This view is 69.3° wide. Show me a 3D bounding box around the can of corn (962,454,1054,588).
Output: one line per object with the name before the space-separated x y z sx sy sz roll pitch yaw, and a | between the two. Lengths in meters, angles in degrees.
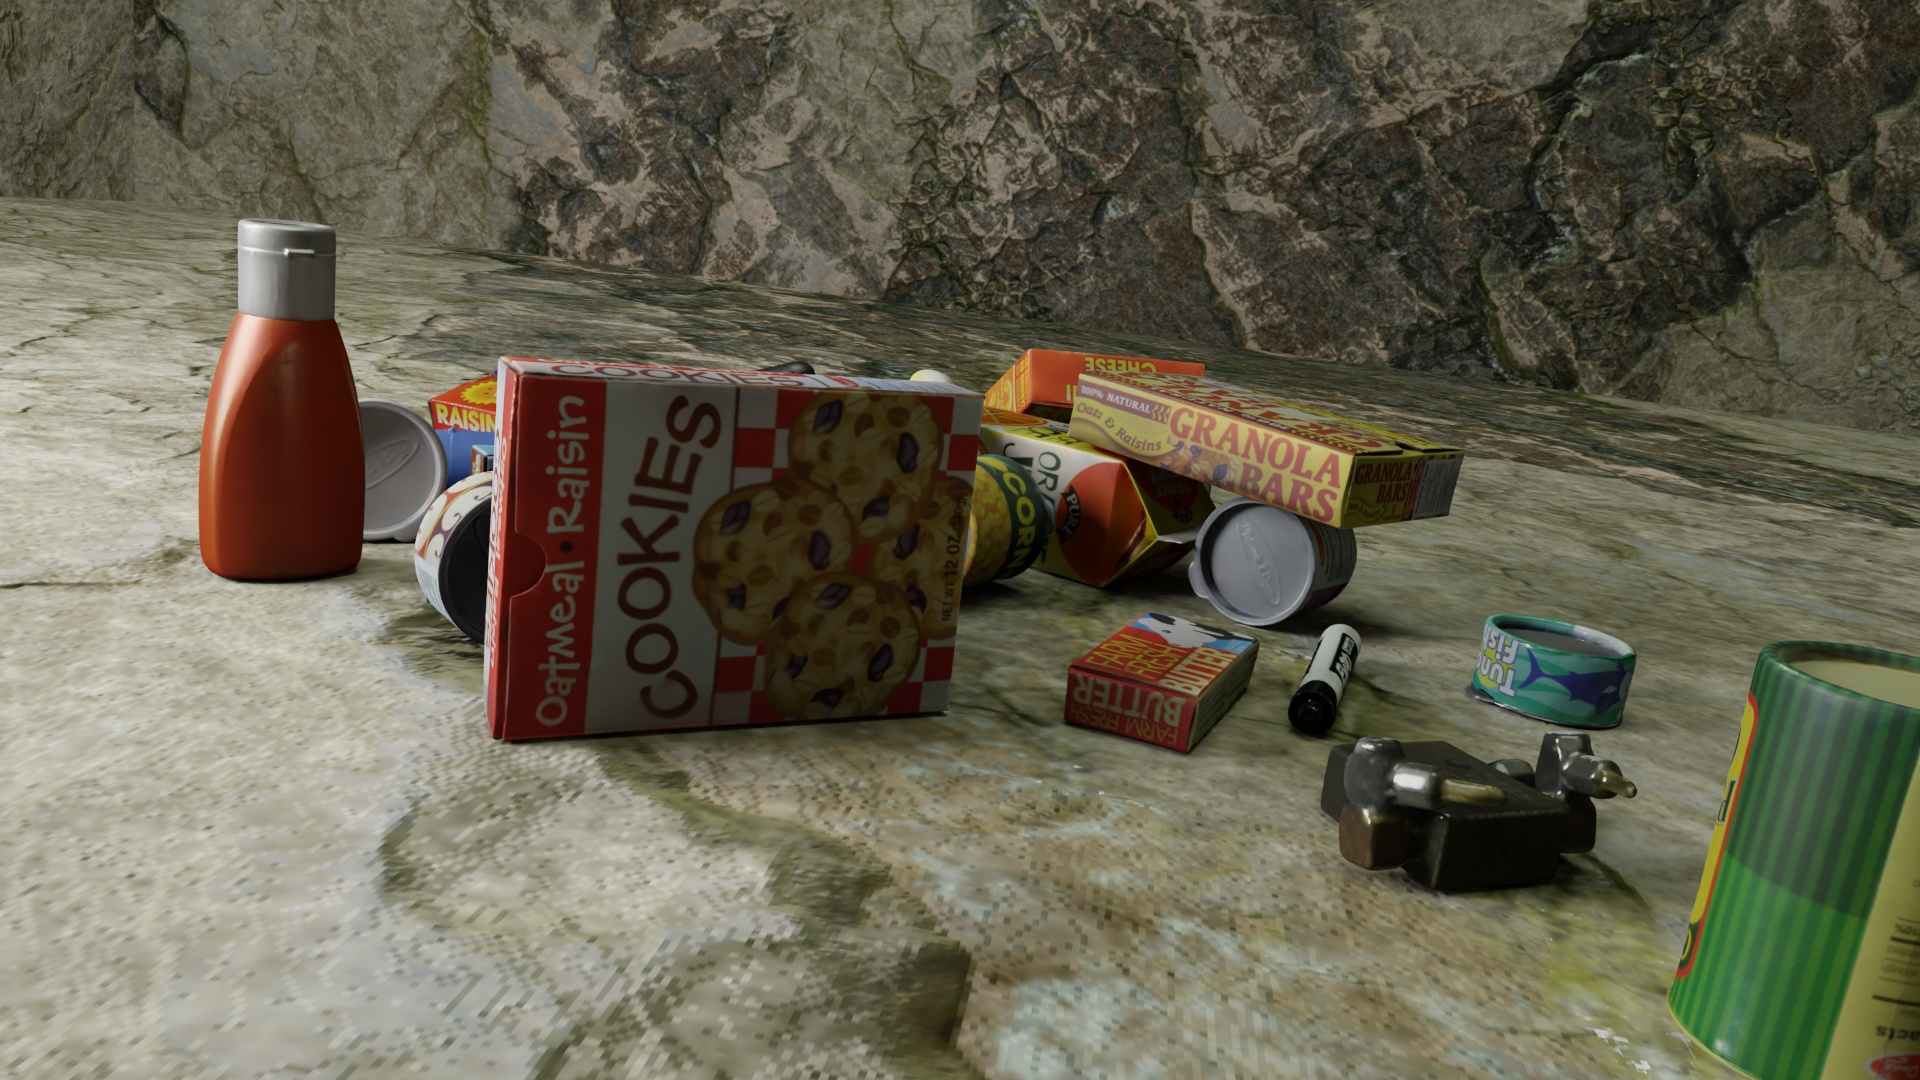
can of corn | 0.003 -0.009 0.703 0.071 0.071 0.058 17 17 36

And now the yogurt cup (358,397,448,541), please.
yogurt cup | -0.290 -0.036 0.679 0.072 0.072 0.054 0 7 -28

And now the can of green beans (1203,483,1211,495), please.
can of green beans | 0.116 -0.034 0.872 0.071 0.071 0.058 14 15 29

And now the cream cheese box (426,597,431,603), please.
cream cheese box | -0.183 0.010 0.620 0.104 0.024 0.053 2 16 -22

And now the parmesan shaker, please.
parmesan shaker | 0.231 0.083 0.356 0.071 0.102 0.071 7 13 -1

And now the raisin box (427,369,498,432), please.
raisin box | -0.256 -0.076 0.874 0.123 0.040 0.086 12 28 23

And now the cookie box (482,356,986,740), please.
cookie box | -0.079 0.002 0.493 0.168 0.122 0.040 0 14 -28

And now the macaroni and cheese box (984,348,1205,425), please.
macaroni and cheese box | 0.076 -0.079 0.948 0.124 0.040 0.166 3 -14 -17

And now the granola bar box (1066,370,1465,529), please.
granola bar box | 0.158 -0.052 0.726 0.166 0.039 0.124 23 19 39

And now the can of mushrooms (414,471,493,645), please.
can of mushrooms | -0.175 0.006 0.545 0.071 0.071 0.033 -4 15 -39

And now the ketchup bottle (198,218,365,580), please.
ketchup bottle | -0.286 -0.059 0.588 0.065 0.148 0.043 -4 18 -41

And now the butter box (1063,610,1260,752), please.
butter box | 0.084 0.055 0.569 0.053 0.024 0.104 13 15 23

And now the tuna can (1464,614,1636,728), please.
tuna can | 0.268 0.058 0.634 0.071 0.032 0.071 7 13 -2

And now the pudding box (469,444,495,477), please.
pudding box | -0.198 -0.021 0.687 0.084 0.049 0.030 -2 14 -33

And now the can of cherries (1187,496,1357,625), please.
can of cherries | 0.162 0.008 0.723 0.071 0.071 0.058 16 15 35

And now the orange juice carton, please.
orange juice carton | 0.058 -0.026 0.790 0.193 0.072 0.072 17 16 34

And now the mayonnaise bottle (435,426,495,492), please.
mayonnaise bottle | -0.218 -0.040 0.780 0.148 0.041 0.065 2 12 -16
